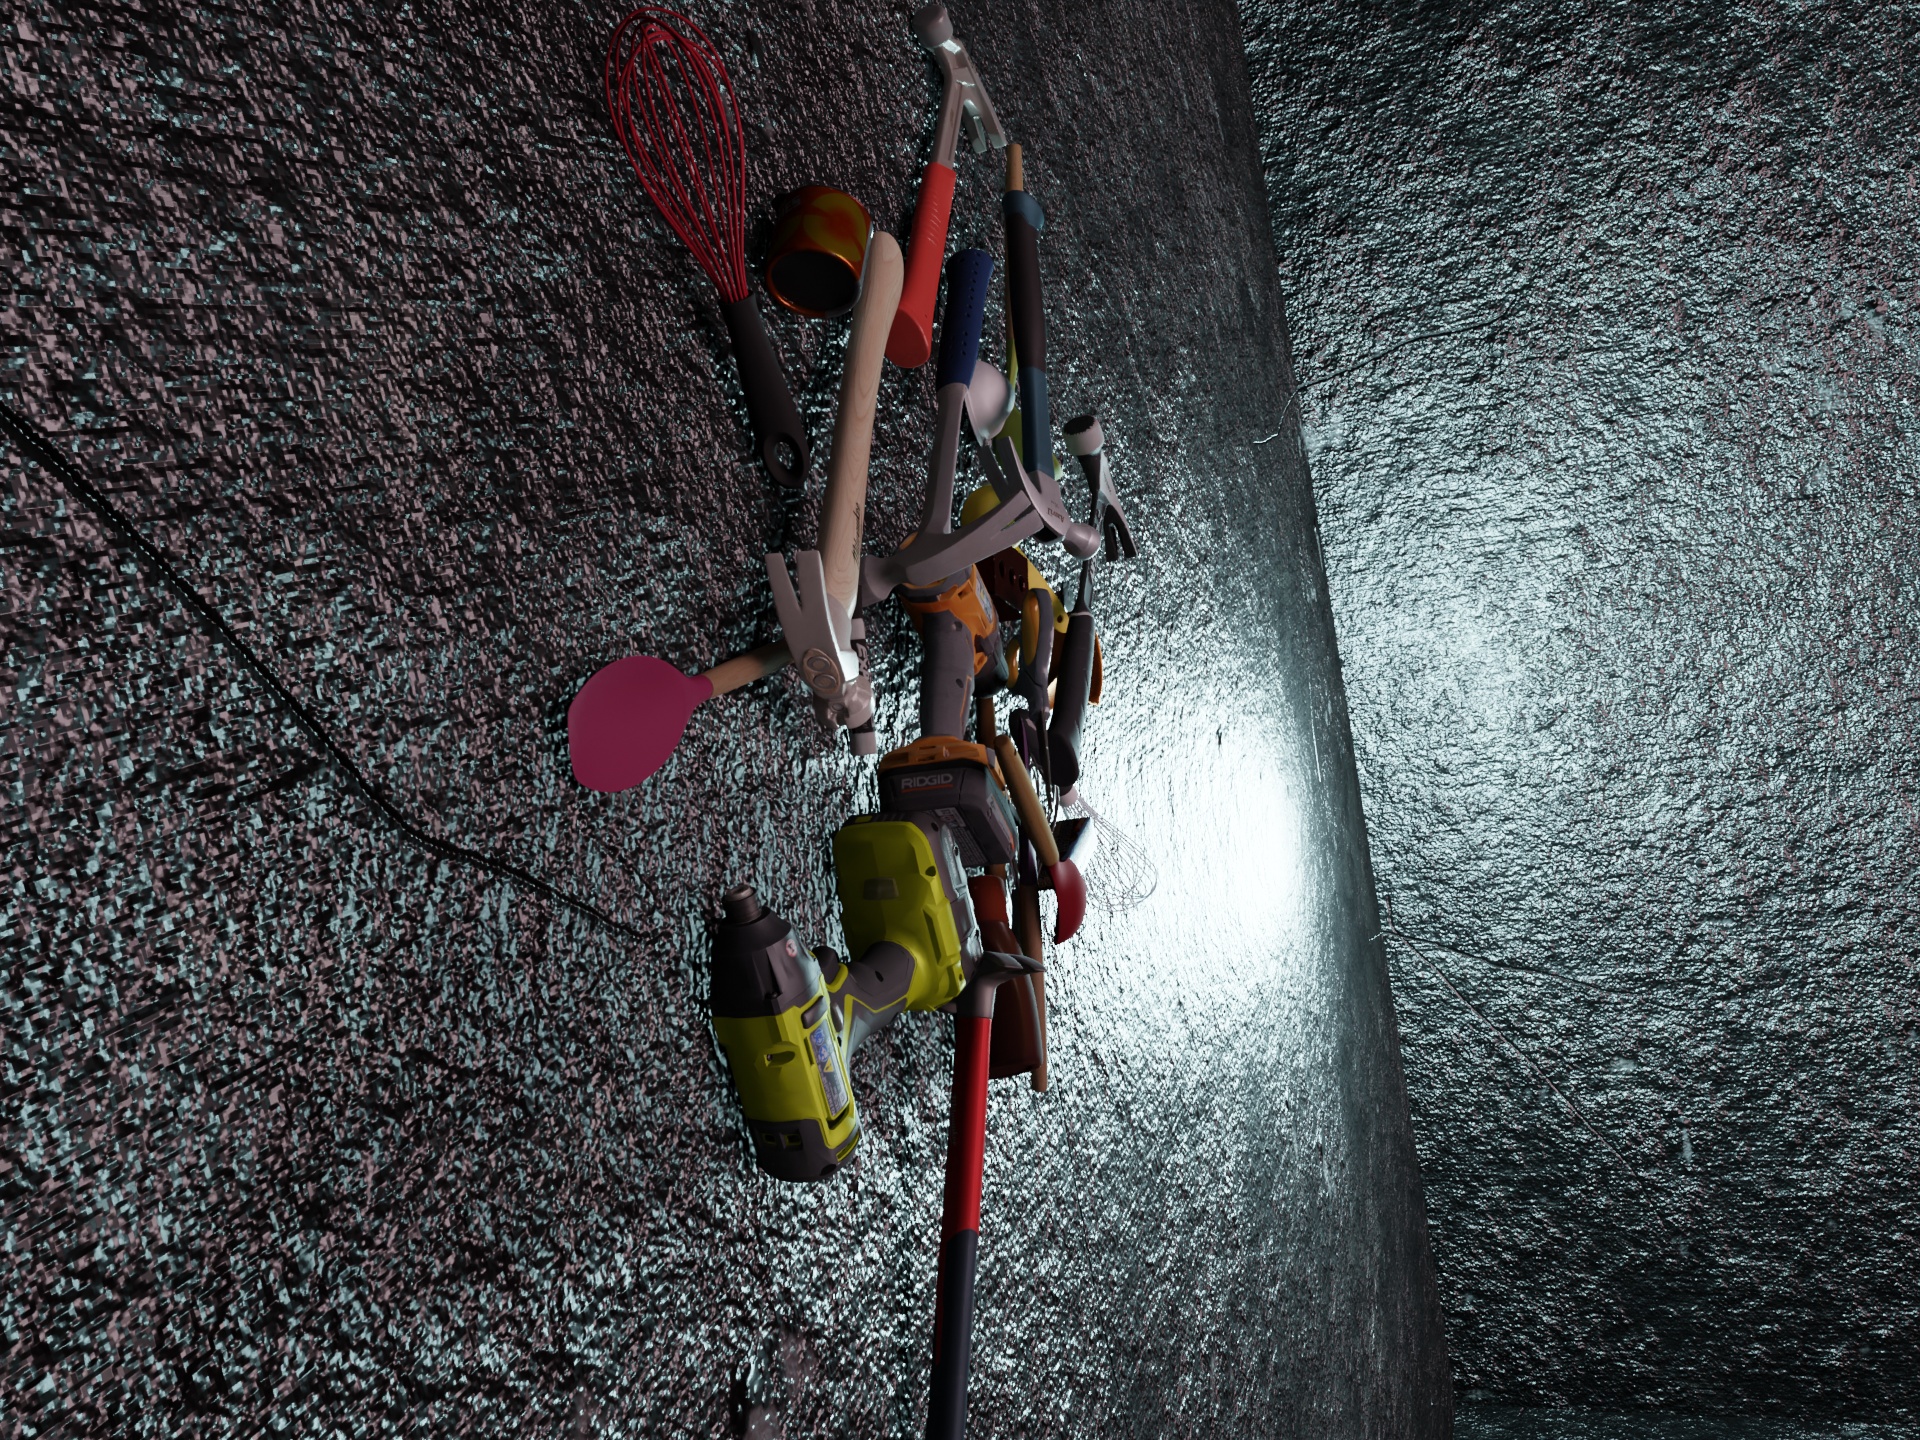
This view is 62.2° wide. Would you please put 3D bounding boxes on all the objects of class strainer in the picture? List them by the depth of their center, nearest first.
[{"bbox_3d":[0.029,-0.209,1.364,0.087,0.050,0.258,-28,113,-75],"label":"strainer"}]

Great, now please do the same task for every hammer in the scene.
[{"bbox_3d":[0.005,0.348,1.052,0.038,0.143,0.386,10,73,-20],"label":"hammer"},{"bbox_3d":[-0.073,-0.198,1.061,0.146,0.038,0.411,75,15,-51],"label":"hammer"},{"bbox_3d":[-0.001,-0.245,1.214,0.035,0.144,0.406,55,28,-38],"label":"hammer"},{"bbox_3d":[-0.018,-0.426,1.321,0.149,0.037,0.359,54,35,-49],"label":"hammer"},{"bbox_3d":[0.061,-0.304,1.350,0.128,0.033,0.331,22,58,-47],"label":"hammer"},{"bbox_3d":[0.107,-0.095,1.378,0.409,0.036,0.149,-78,151,-46],"label":"hammer"}]

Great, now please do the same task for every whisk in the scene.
[{"bbox_3d":[-0.141,-0.272,0.954,0.073,0.073,0.295,-67,148,-51],"label":"whisk"},{"bbox_3d":[0.056,0.141,1.313,0.055,0.055,0.239,20,69,-65],"label":"whisk"},{"bbox_3d":[0.107,0.086,1.446,0.284,0.070,0.070,56,34,-38],"label":"whisk"}]

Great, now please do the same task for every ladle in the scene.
[{"bbox_3d":[0.060,0.088,1.161,0.315,0.031,0.069,66,29,-59],"label":"ladle"},{"bbox_3d":[0.060,-0.366,1.430,0.078,0.062,0.320,62,28,-81],"label":"ladle"}]

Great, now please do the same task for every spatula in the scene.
[{"bbox_3d":[0.055,0.150,1.242,0.060,0.018,0.315,-96,-177,-71],"label":"spatula"}]

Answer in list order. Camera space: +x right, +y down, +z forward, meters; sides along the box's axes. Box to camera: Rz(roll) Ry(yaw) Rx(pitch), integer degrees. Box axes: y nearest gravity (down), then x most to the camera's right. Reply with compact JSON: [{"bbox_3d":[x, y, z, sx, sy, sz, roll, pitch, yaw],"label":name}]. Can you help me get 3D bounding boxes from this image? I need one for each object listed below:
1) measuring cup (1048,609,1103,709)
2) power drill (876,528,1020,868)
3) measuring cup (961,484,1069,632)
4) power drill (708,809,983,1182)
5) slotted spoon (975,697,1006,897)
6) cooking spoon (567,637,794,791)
[{"bbox_3d":[0.078,-0.040,1.413,0.174,0.052,0.095,-45,124,-60],"label":"measuring cup"},{"bbox_3d":[-0.002,-0.004,1.177,0.185,0.084,0.226,62,24,-58],"label":"power drill"},{"bbox_3d":[0.058,-0.133,1.352,0.062,0.029,0.156,-47,118,-19],"label":"measuring cup"},{"bbox_3d":[-0.071,0.146,0.968,0.223,0.080,0.171,-41,121,-60],"label":"power drill"},{"bbox_3d":[0.027,0.120,1.274,0.070,0.031,0.314,37,48,-69],"label":"slotted spoon"},{"bbox_3d":[-0.139,-0.024,0.929,0.319,0.017,0.068,-33,123,-65],"label":"cooking spoon"}]
